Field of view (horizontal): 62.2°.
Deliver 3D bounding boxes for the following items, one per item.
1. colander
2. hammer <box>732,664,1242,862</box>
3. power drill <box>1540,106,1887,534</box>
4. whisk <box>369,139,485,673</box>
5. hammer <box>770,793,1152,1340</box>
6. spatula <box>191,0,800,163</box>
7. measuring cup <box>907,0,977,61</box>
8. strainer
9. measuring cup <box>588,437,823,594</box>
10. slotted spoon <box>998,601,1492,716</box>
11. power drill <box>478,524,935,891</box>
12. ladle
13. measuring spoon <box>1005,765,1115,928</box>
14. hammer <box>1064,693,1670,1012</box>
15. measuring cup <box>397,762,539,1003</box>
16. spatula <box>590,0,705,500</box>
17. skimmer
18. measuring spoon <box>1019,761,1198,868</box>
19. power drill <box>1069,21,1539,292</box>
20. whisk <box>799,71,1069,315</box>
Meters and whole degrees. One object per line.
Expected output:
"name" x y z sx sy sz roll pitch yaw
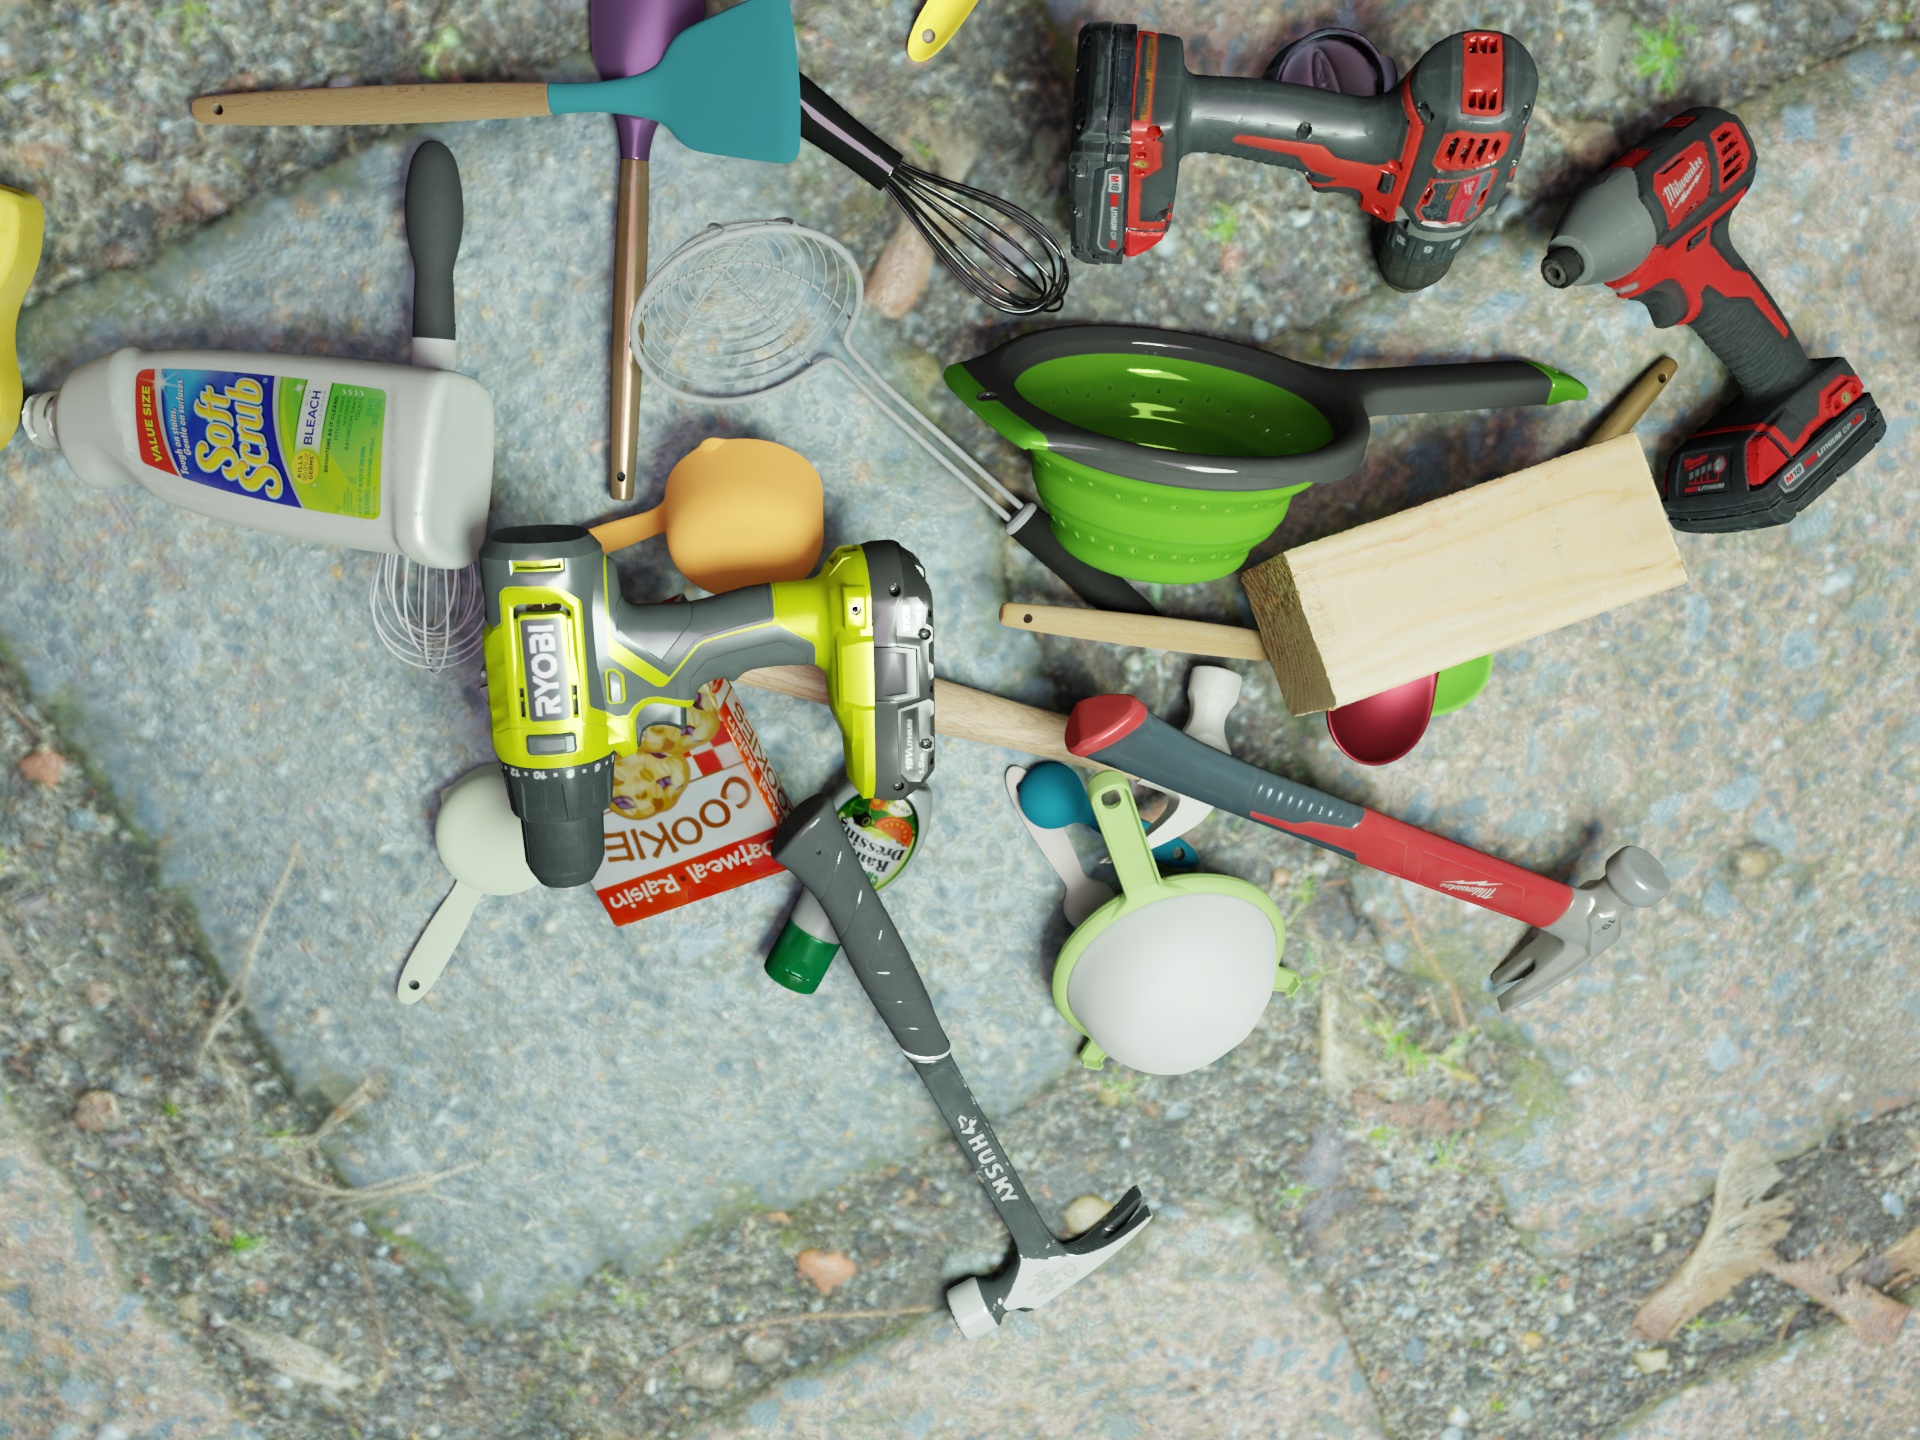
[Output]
"colander" 0.182 -0.146 0.887 0.397 0.205 0.094 -8 124 -23
"hammer" -0.001 -0.003 0.941 0.331 0.031 0.130 14 82 -7
"power drill" 0.423 -0.223 0.912 0.143 0.078 0.219 -37 104 -16
"whisk" -0.287 -0.167 0.865 0.070 0.070 0.284 2 100 -8
"hammer" -0.008 0.213 0.976 0.149 0.036 0.408 -26 117 -2
"spatula" -0.240 -0.323 0.820 0.317 0.044 0.082 -3 106 0
"measuring cup" 0.021 -0.422 0.852 0.062 0.029 0.156 35 110 -14
"strainer" 0.121 0.133 0.934 0.151 0.069 0.256 -21 133 2
"measuring cup" -0.158 -0.095 0.884 0.173 0.052 0.095 -16 145 10
"slotted spoon" 0.173 -0.048 0.946 0.313 0.031 0.070 5 102 -16
"power drill" -0.132 -0.008 0.838 0.228 0.080 0.190 -4 108 -10
"ladle" 0.325 -0.099 0.949 0.069 0.031 0.315 43 86 -13
"measuring spoon" 0.061 0.082 0.991 0.034 0.018 0.124 -30 106 2
"hammer" 0.228 0.077 0.951 0.386 0.038 0.143 20 131 -18
"measuring cup" -0.293 0.104 0.941 0.083 0.038 0.167 29 97 -14
"spatula" -0.176 -0.277 0.864 0.059 0.018 0.316 4 103 -7
"skimmer" -0.015 -0.138 0.885 0.363 0.090 0.127 39 122 -17
"measuring spoon" 0.096 0.064 0.984 0.128 0.021 0.042 25 82 -15
"power drill" 0.173 -0.288 0.844 0.226 0.187 0.080 4 77 6
"whisk" -0.039 -0.298 0.863 0.239 0.055 0.055 34 98 -11
